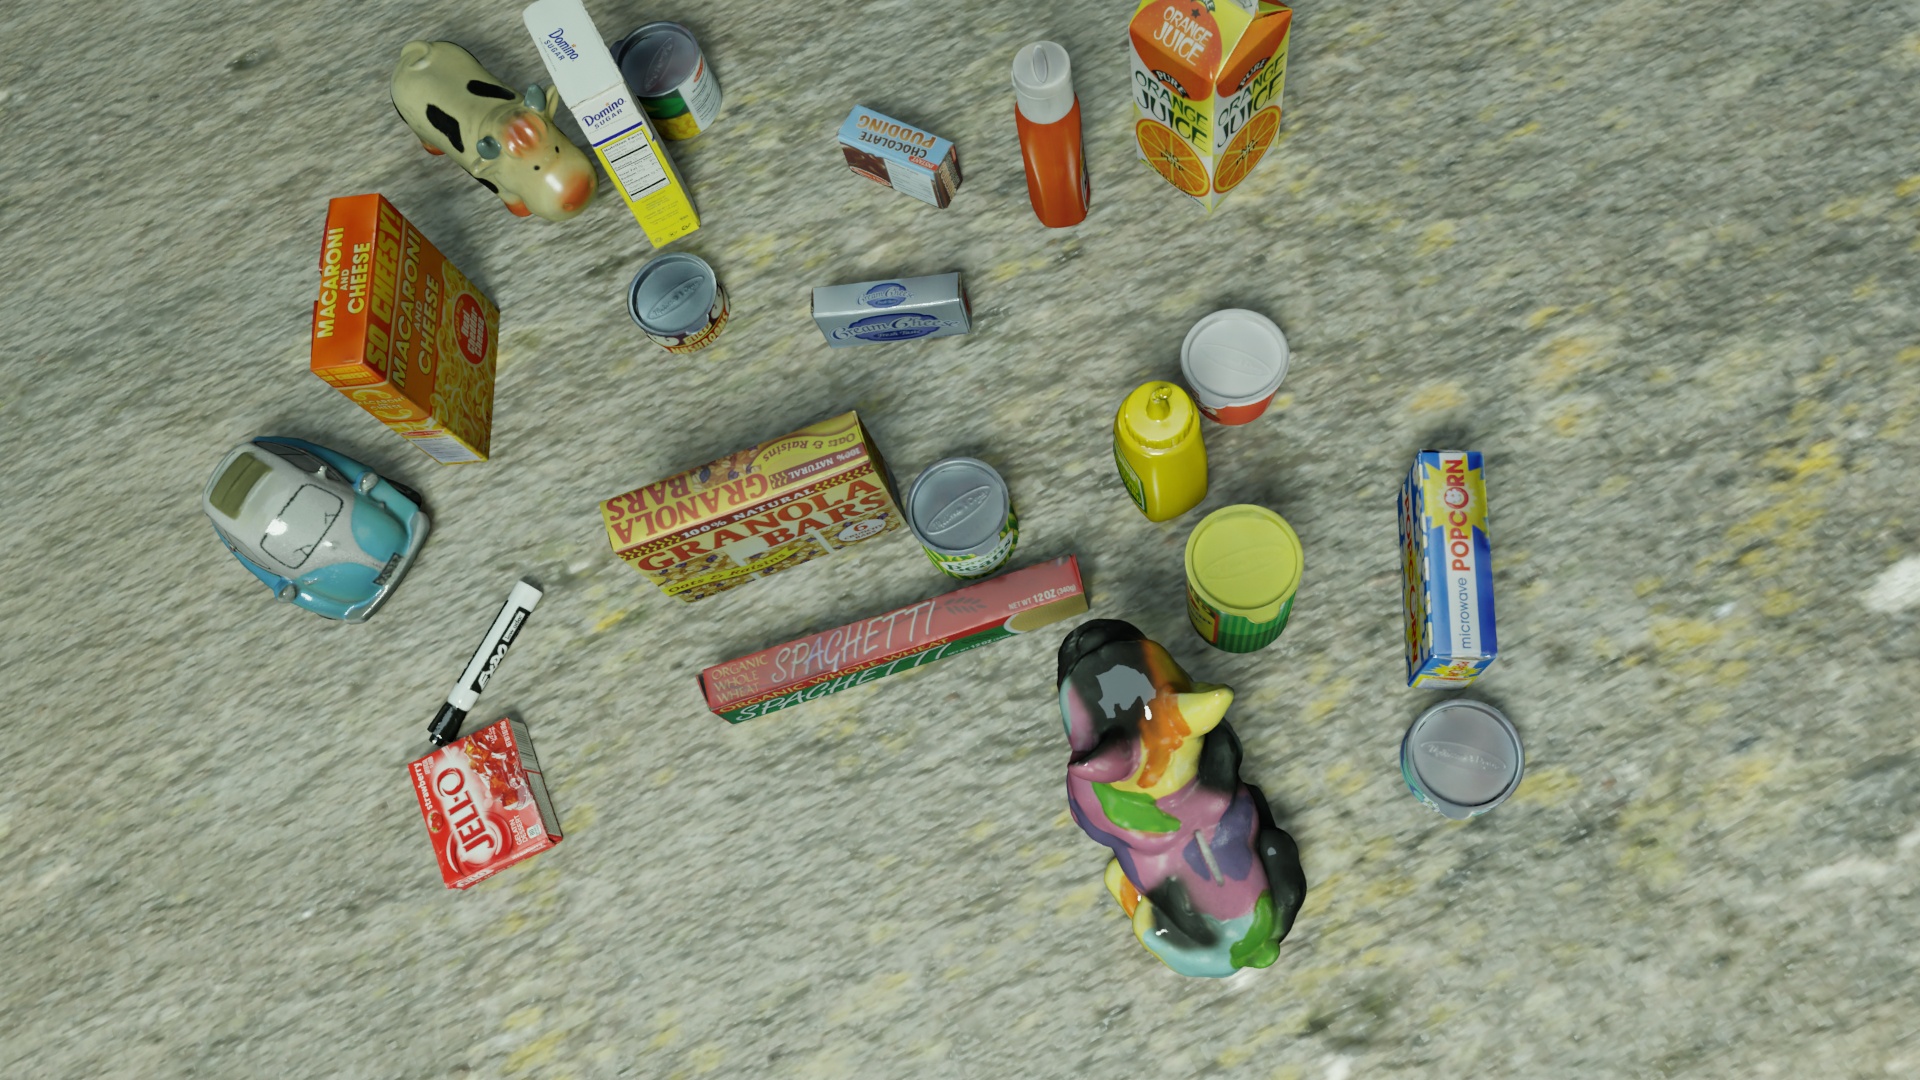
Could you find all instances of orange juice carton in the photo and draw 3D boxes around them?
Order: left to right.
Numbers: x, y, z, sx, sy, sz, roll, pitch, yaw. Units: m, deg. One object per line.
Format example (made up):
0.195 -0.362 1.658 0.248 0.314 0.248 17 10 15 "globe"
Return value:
0.160 -0.303 0.897 0.073 0.192 0.072 -45 71 -7 "orange juice carton"

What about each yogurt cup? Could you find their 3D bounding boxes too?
0.178 -0.109 0.903 0.072 0.054 0.072 -3 72 8 "yogurt cup"

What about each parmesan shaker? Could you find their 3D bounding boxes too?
0.169 0.028 0.832 0.071 0.103 0.071 -3 72 8 "parmesan shaker"

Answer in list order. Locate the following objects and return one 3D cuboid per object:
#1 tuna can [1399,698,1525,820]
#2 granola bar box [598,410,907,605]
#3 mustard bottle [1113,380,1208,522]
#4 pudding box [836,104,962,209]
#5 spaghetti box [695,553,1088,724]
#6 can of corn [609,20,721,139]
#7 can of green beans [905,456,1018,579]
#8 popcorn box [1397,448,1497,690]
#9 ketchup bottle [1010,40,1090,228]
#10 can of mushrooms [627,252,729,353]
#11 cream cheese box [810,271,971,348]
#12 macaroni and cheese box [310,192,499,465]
0.293 0.131 0.816 0.071 0.032 0.071 -3 71 8 "tuna can"
-0.126 -0.016 0.883 0.165 0.124 0.039 -20 70 2 "granola bar box"
0.119 -0.061 0.840 0.049 0.160 0.065 -27 70 0 "mustard bottle"
-0.043 -0.275 0.996 0.084 0.049 0.030 26 78 16 "pudding box"
-0.041 0.064 0.882 0.250 0.050 0.029 -18 70 3 "spaghetti box"
-0.221 -0.345 1.043 0.071 0.058 0.071 -3 72 8 "can of corn"
0.002 -0.013 0.897 0.071 0.057 0.071 -3 72 8 "can of green beans"
0.287 0.019 0.826 0.038 0.085 0.127 0 72 9 "popcorn box"
0.060 -0.271 0.926 0.043 0.148 0.065 -9 71 6 "ketchup bottle"
-0.200 -0.168 0.994 0.071 0.033 0.071 -3 71 8 "can of mushrooms"
-0.046 -0.157 0.955 0.104 0.053 0.024 -5 72 8 "cream cheese box"
-0.371 -0.137 0.940 0.040 0.166 0.124 -5 71 8 "macaroni and cheese box"
